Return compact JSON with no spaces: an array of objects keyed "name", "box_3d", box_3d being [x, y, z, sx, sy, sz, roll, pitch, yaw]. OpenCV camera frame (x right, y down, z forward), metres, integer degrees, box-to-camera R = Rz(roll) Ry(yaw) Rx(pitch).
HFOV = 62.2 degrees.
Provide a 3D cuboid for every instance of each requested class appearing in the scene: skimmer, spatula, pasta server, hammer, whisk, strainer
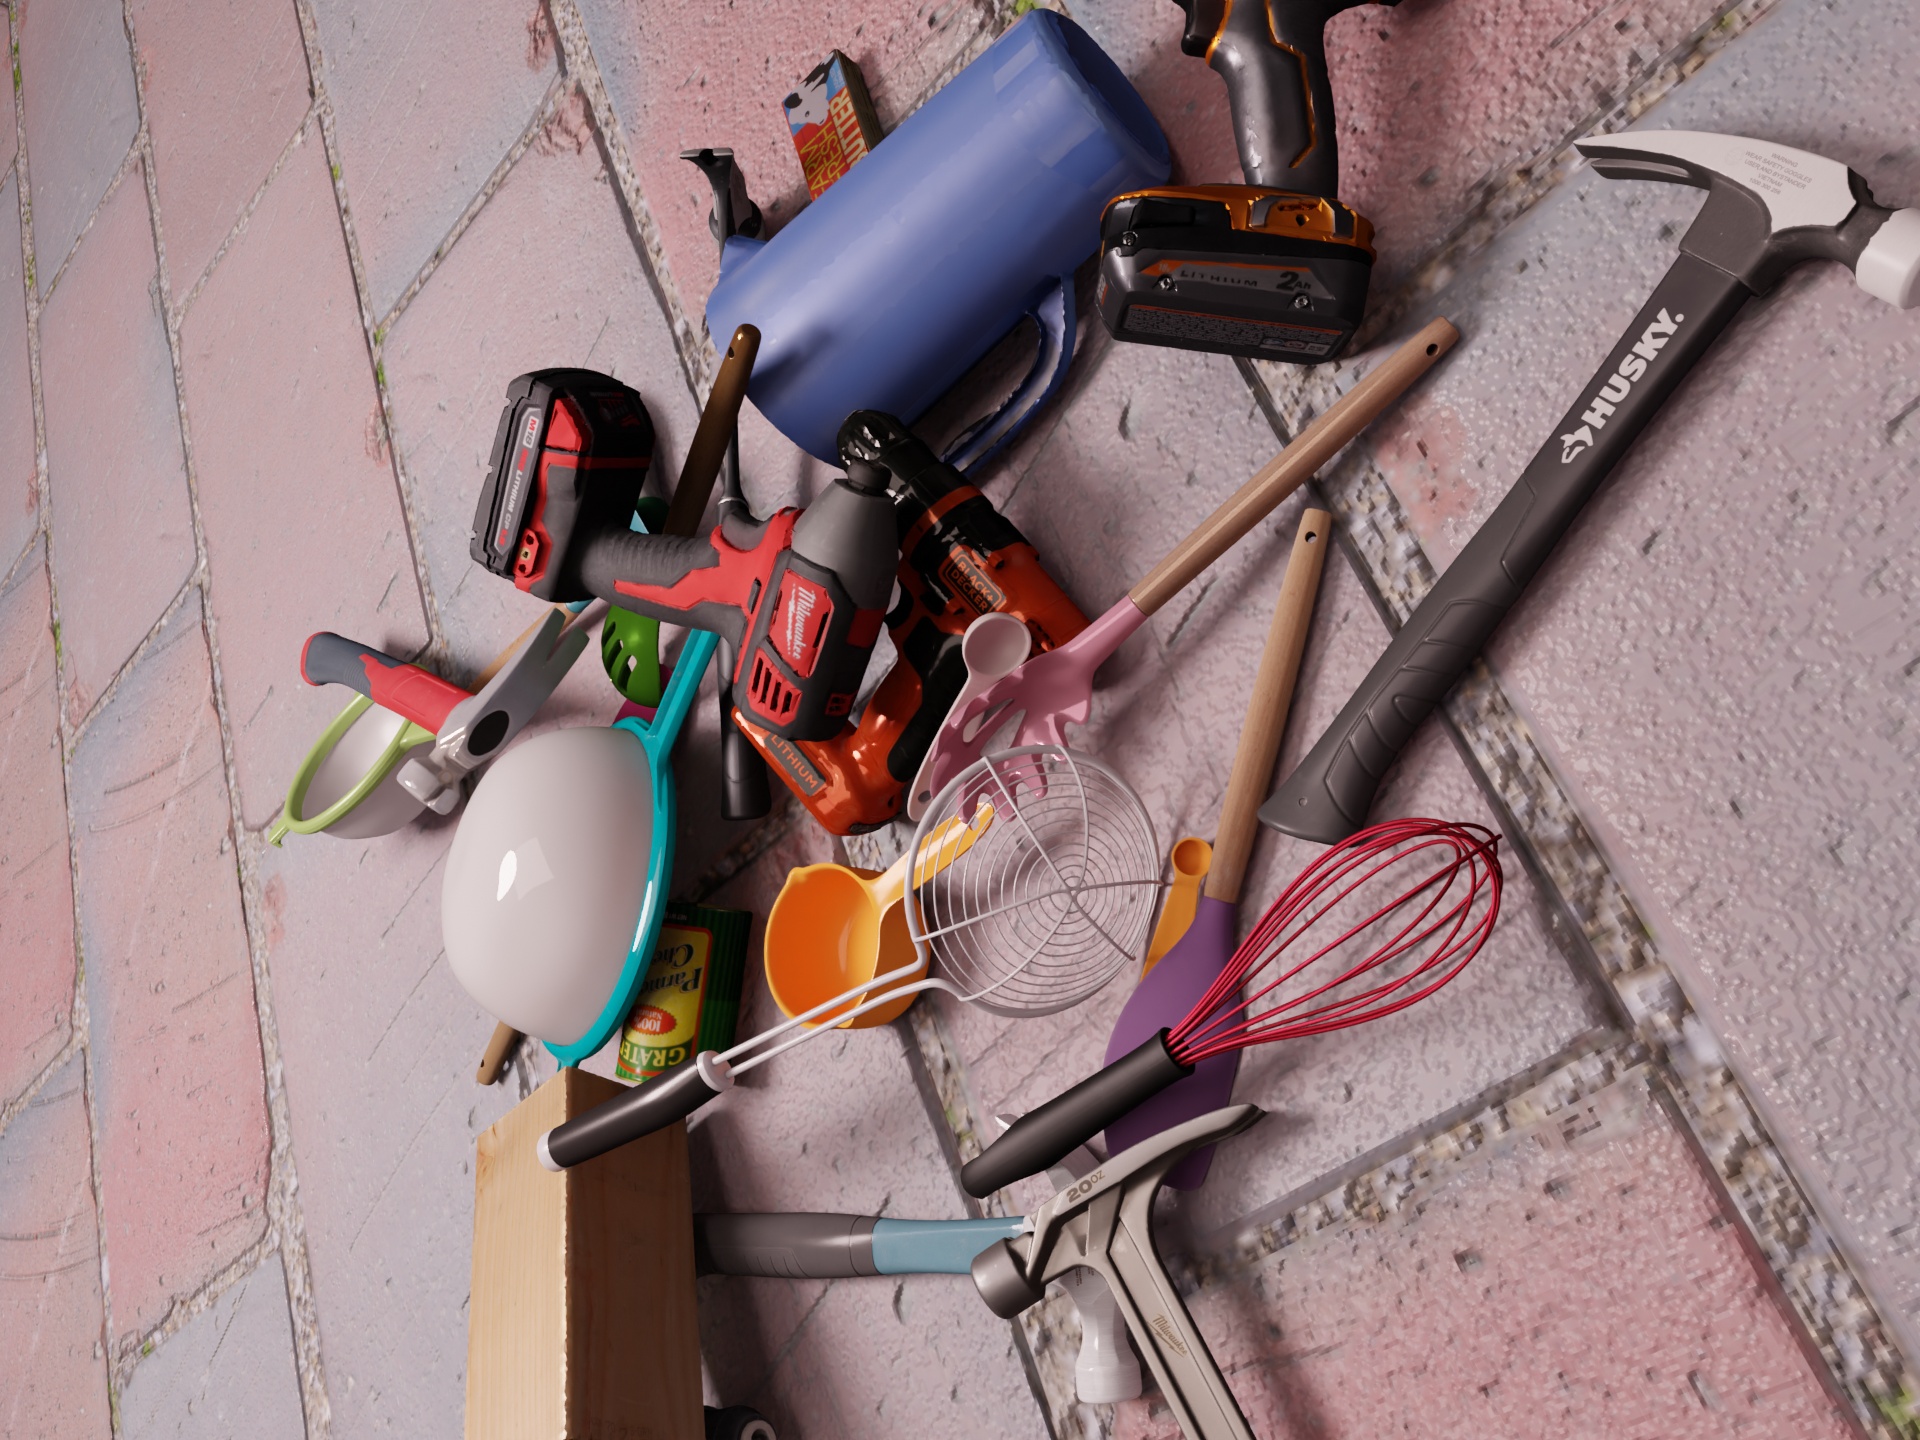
[{"name":"skimmer","box_3d":[-0.068,0.134,0.791,0.363,0.127,0.090,-30,17,25]},{"name":"spatula","box_3d":[-0.286,-0.067,1.088,0.317,0.044,0.082,-33,86,40]},{"name":"pasta server","box_3d":[0.104,-0.068,0.736,0.316,0.060,0.040,-42,26,15]},{"name":"hammer","box_3d":[-0.136,-0.144,0.955,0.036,0.149,0.409,-3,83,0]},{"name":"whisk","box_3d":[0.108,0.132,0.683,0.296,0.073,0.073,-39,57,24]},{"name":"strainer","box_3d":[-0.226,0.041,0.922,0.340,0.095,0.211,-62,33,24]},{"name":"hammer","box_3d":[-0.049,0.275,0.826,0.331,0.033,0.128,-15,72,39]},{"name":"hammer","box_3d":[-0.385,-0.036,1.117,0.143,0.038,0.387,-53,34,-15]},{"name":"spatula","box_3d":[0.123,0.056,0.727,0.060,0.018,0.316,15,90,19]},{"name":"hammer","box_3d":[0.229,-0.084,0.656,0.146,0.035,0.334,47,112,37]},{"name":"hammer","box_3d":[0.142,0.339,0.626,0.149,0.036,0.359,-34,62,9]},{"name":"strainer","box_3d":[-0.386,0.026,1.150,0.256,0.069,0.152,-12,46,39]}]

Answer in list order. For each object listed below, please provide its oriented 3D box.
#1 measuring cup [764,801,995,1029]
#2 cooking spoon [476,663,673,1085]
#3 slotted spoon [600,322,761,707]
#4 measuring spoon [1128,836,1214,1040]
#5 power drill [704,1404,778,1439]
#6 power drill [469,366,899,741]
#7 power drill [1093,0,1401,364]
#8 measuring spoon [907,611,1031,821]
[{"name":"measuring cup","box_3d":[-0.029,0.098,0.836,0.173,0.052,0.095,-41,57,26]},{"name":"cooking spoon","box_3d":[-0.255,0.108,1.057,0.069,0.017,0.319,39,107,47]},{"name":"slotted spoon","box_3d":[-0.164,-0.107,0.914,0.070,0.031,0.313,57,142,21]},{"name":"measuring spoon","box_3d":[0.098,0.111,0.746,0.021,0.011,0.117,13,92,12]},{"name":"power drill","box_3d":[-0.158,0.487,0.849,0.190,0.080,0.229,-30,60,34]},{"name":"power drill","box_3d":[-0.133,-0.095,0.811,0.220,0.078,0.143,27,109,18]},{"name":"power drill","box_3d":[0.119,-0.288,0.723,0.164,0.084,0.226,8,85,1]},{"name":"measuring spoon","box_3d":[-0.001,-0.003,0.790,0.124,0.034,0.018,-65,28,26]}]
